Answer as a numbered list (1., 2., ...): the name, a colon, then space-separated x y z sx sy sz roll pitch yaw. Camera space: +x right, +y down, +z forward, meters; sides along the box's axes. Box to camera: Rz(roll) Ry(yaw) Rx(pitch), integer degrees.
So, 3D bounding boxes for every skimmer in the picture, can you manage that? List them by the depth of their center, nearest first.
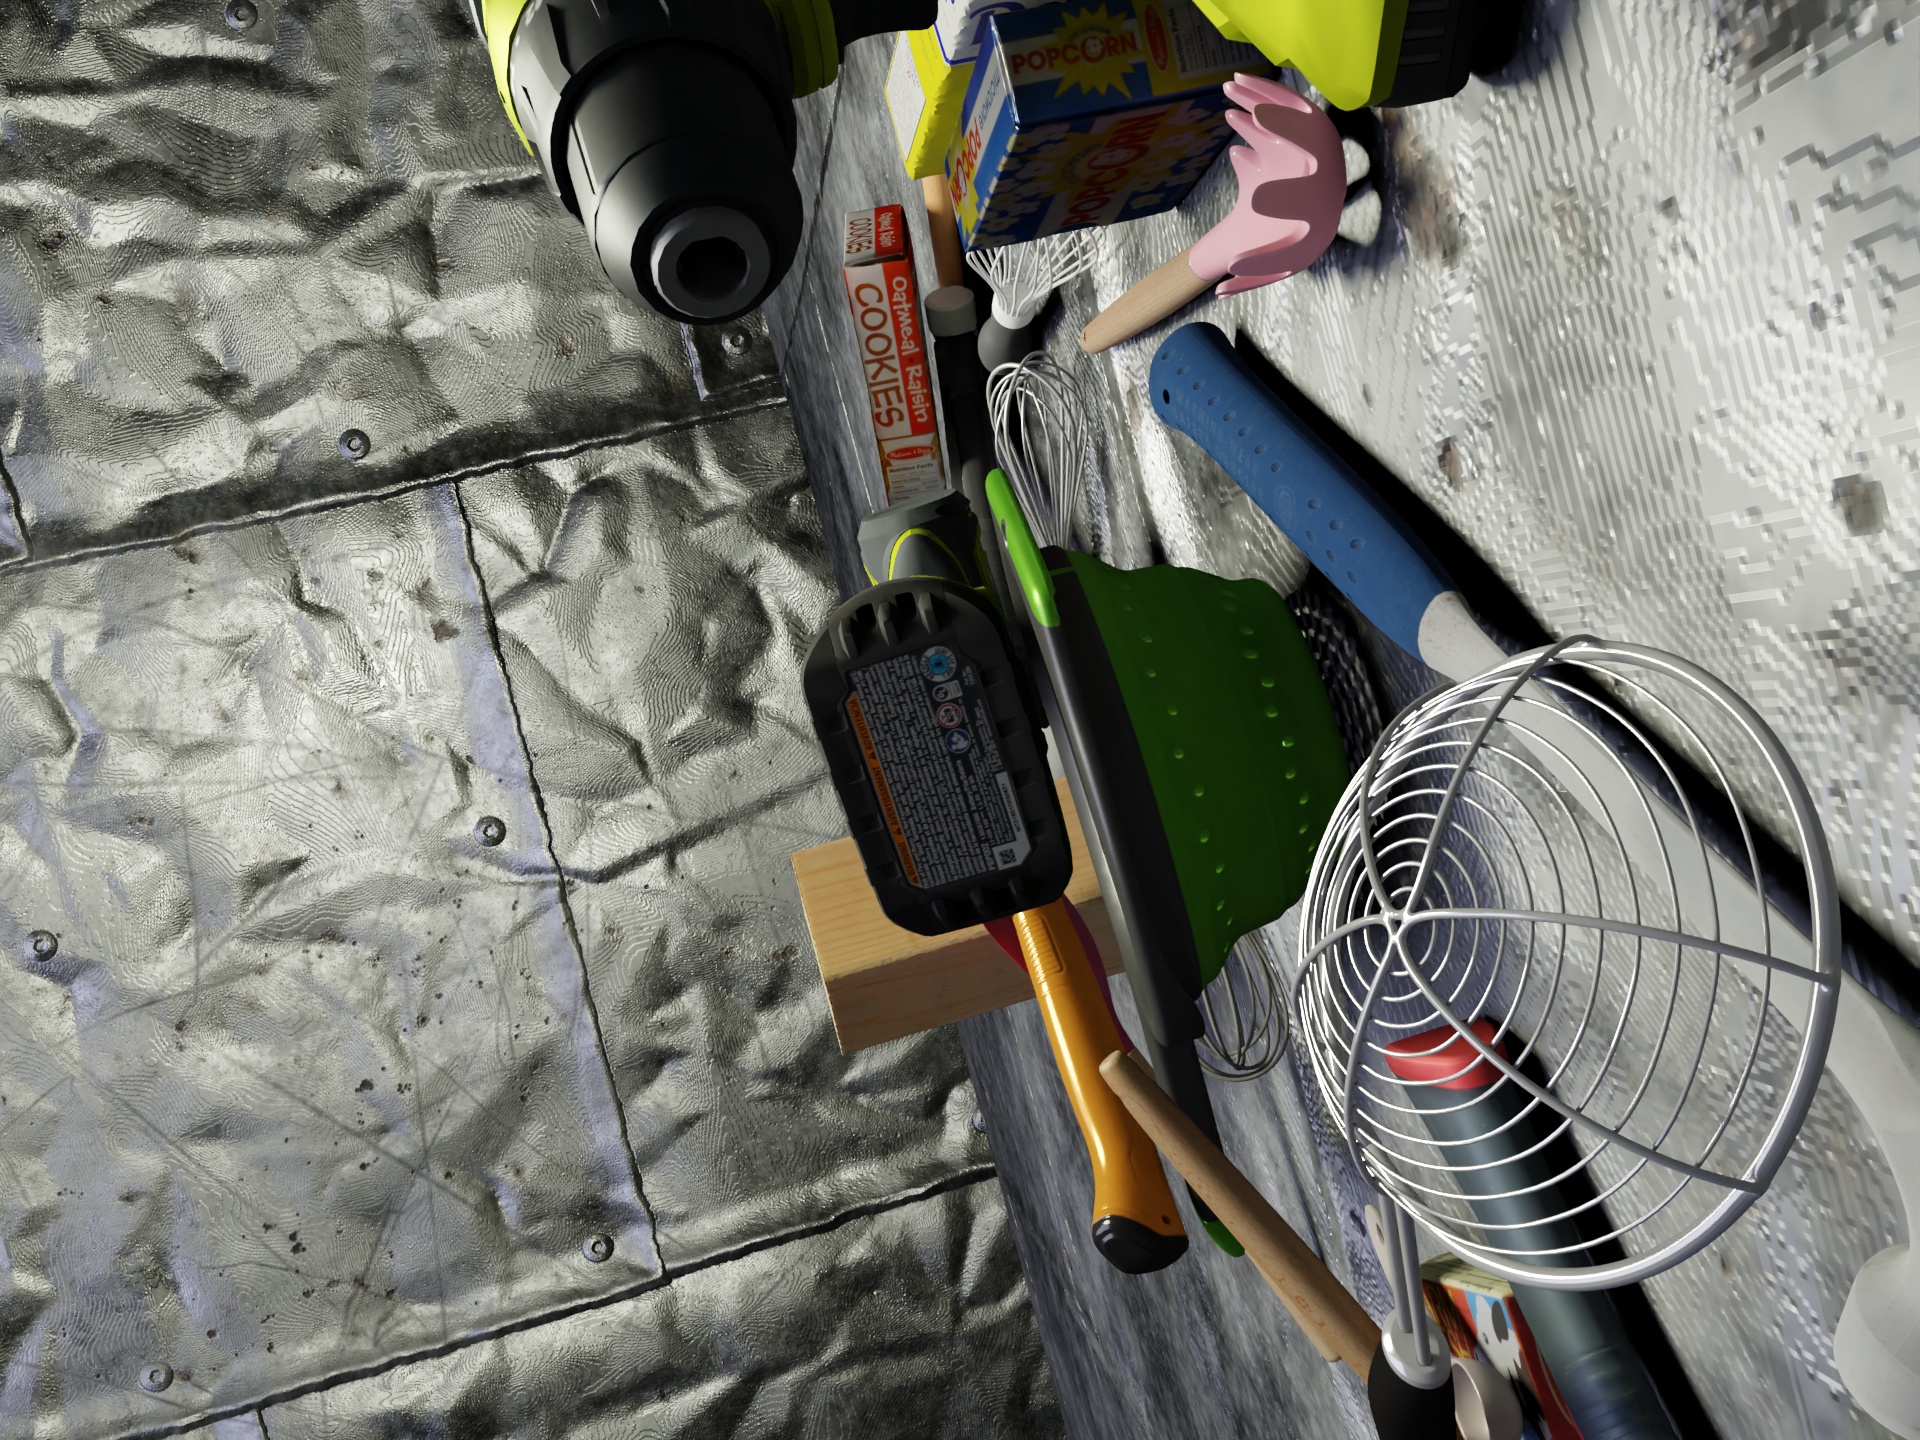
1. skimmer: 0.144 0.132 0.412 0.362 0.090 0.127 70 -178 -46

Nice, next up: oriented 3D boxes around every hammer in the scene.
1. hammer: 0.138 -0.024 0.430 0.406 0.035 0.144 -115 12 -53
2. hammer: 0.215 0.268 0.446 0.143 0.038 0.387 84 168 -58
3. hammer: 0.048 0.107 0.796 0.034 0.127 0.337 -48 46 36
4. hammer: 0.014 -0.113 0.929 0.335 0.035 0.146 -97 -2 -49

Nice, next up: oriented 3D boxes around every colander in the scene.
1. colander: 0.108 0.076 0.642 0.205 0.094 0.396 -105 -2 -57

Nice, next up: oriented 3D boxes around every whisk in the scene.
1. whisk: 0.030 -0.216 0.782 0.284 0.070 0.070 133 121 -87
2. whisk: 0.109 0.062 0.790 0.055 0.055 0.239 91 166 -65
3. whisk: 0.053 -0.093 0.874 0.058 0.059 0.246 16 141 28

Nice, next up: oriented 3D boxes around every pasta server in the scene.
1. pasta server: 0.077 -0.165 0.587 0.316 0.040 0.060 -149 60 -81

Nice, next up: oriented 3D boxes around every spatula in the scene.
1. spatula: 0.153 0.250 0.578 0.317 0.044 0.082 48 171 5
2. spatula: -0.028 -0.356 0.952 0.081 0.041 0.322 -115 12 -49

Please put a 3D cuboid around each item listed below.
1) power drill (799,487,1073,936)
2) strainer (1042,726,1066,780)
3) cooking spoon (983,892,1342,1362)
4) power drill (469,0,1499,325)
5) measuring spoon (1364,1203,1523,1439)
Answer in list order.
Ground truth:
1. power drill: -0.001 -0.002 0.687 0.223 0.080 0.171 -79 -28 -75
2. strainer: 0.022 -0.051 1.080 0.151 0.069 0.256 106 146 -76
3. cooking spoon: 0.099 0.193 0.818 0.017 0.069 0.319 -40 84 36
4. power drill: 0.004 -0.174 0.366 0.080 0.228 0.191 84 168 -50
5. measuring spoon: 0.171 0.212 0.566 0.124 0.018 0.034 -106 7 -69
